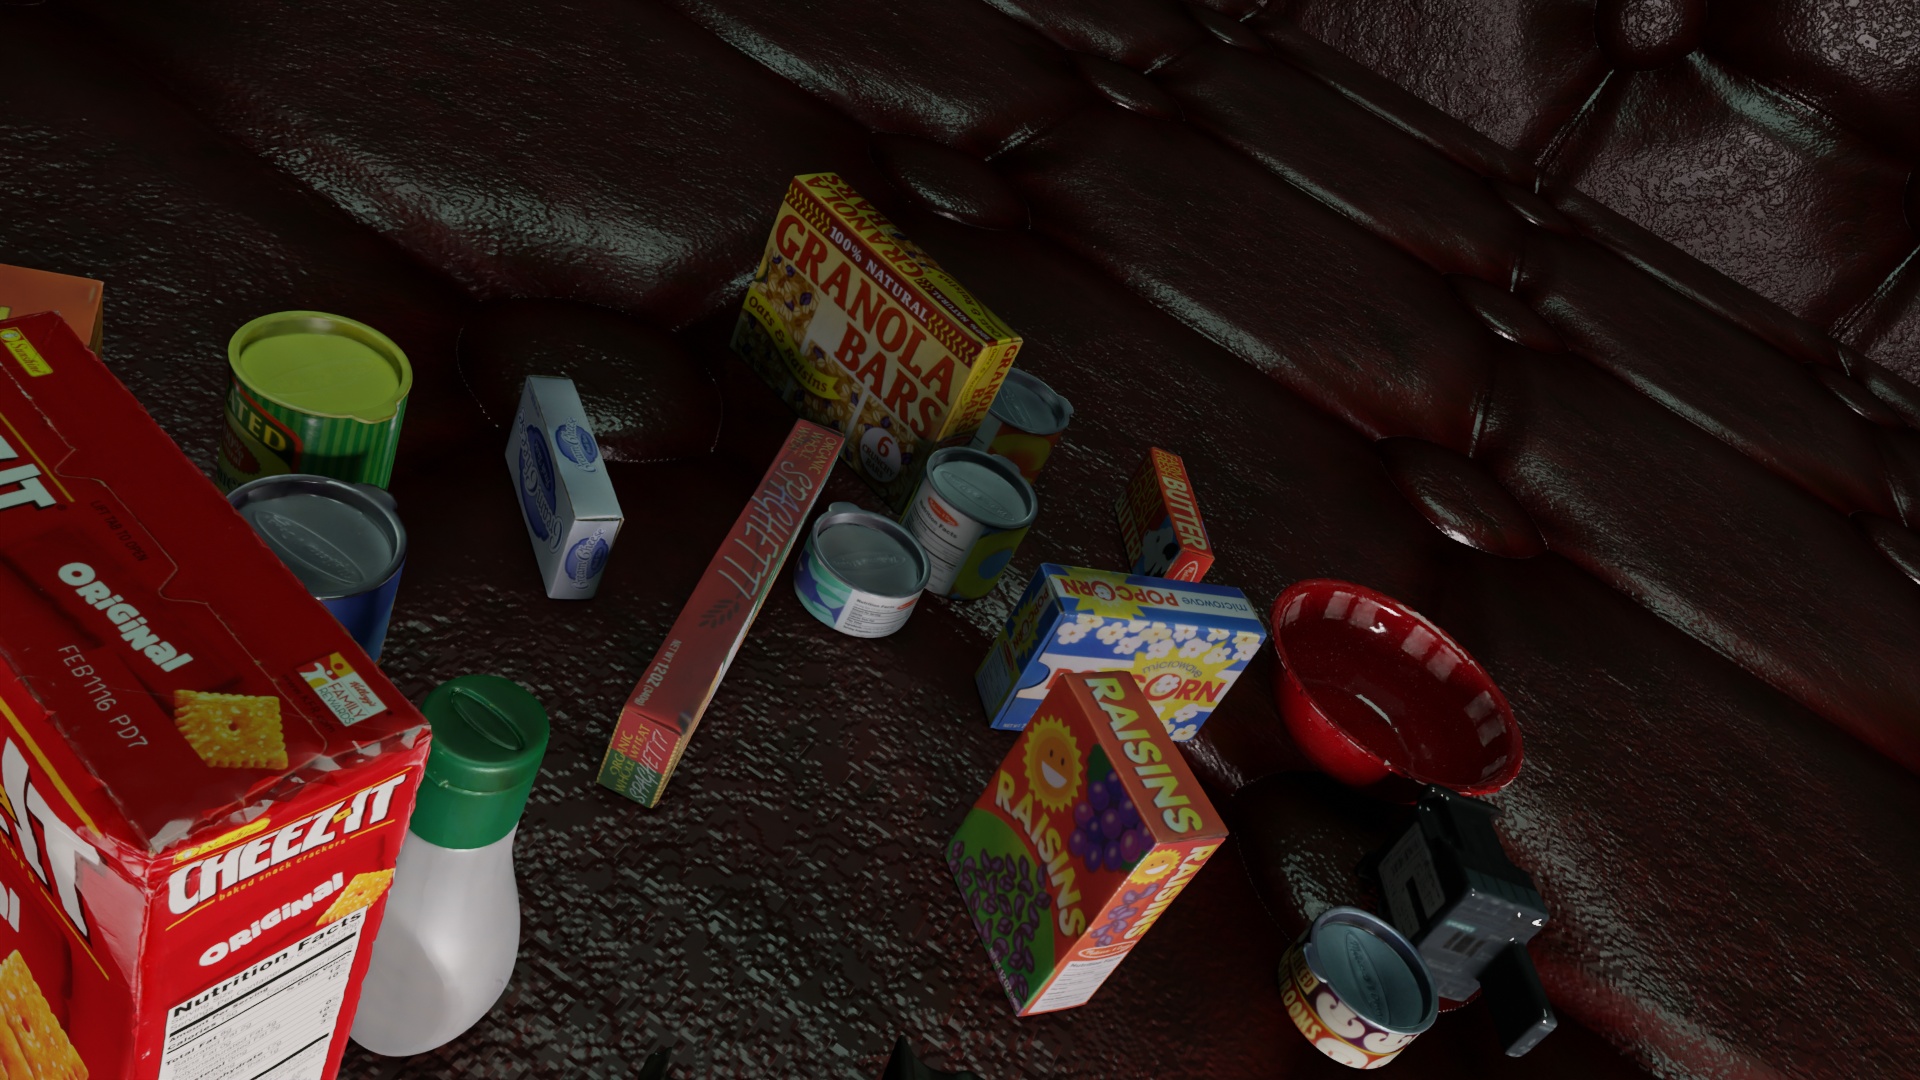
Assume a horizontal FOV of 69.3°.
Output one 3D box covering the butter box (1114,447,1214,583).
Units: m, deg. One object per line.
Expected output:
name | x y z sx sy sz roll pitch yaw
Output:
butter box | 0.123 -0.006 0.853 0.024 0.052 0.104 16 37 -18

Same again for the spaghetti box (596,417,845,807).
spaghetti box | -0.106 0.022 0.662 0.029 0.050 0.251 26 35 -4

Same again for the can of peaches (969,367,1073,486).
can of peaches | 0.027 -0.065 0.857 0.071 0.057 0.071 19 36 -14

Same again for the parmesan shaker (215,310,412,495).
parmesan shaker | -0.269 -0.032 0.574 0.071 0.102 0.072 19 36 -14

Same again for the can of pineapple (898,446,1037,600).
can of pineapple | 0.003 -0.010 0.770 0.071 0.057 0.071 19 36 -14

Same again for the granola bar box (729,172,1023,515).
granola bar box | -0.055 -0.115 0.806 0.166 0.123 0.039 44 38 22

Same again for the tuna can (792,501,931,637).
tuna can | -0.053 0.015 0.723 0.071 0.032 0.071 19 36 -14

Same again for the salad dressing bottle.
salad dressing bottle | -0.163 0.104 0.435 0.064 0.146 0.044 37 36 12

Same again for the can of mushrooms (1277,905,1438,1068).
can of mushrooms | 0.181 0.205 0.641 0.071 0.033 0.071 19 36 -14

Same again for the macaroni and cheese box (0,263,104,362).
macaroni and cheese box | -0.349 -0.016 0.443 0.124 0.165 0.040 7 40 -28

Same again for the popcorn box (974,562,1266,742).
popcorn box | 0.082 0.060 0.712 0.127 0.084 0.038 8 40 -27

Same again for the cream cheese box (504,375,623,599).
cream cheese box | -0.190 -0.026 0.663 0.024 0.053 0.104 1 43 -34

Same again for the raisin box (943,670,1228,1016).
raisin box | 0.047 0.125 0.573 0.040 0.122 0.086 2 42 -33

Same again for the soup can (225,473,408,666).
soup can | -0.250 0.026 0.529 0.071 0.083 0.072 19 36 -14
